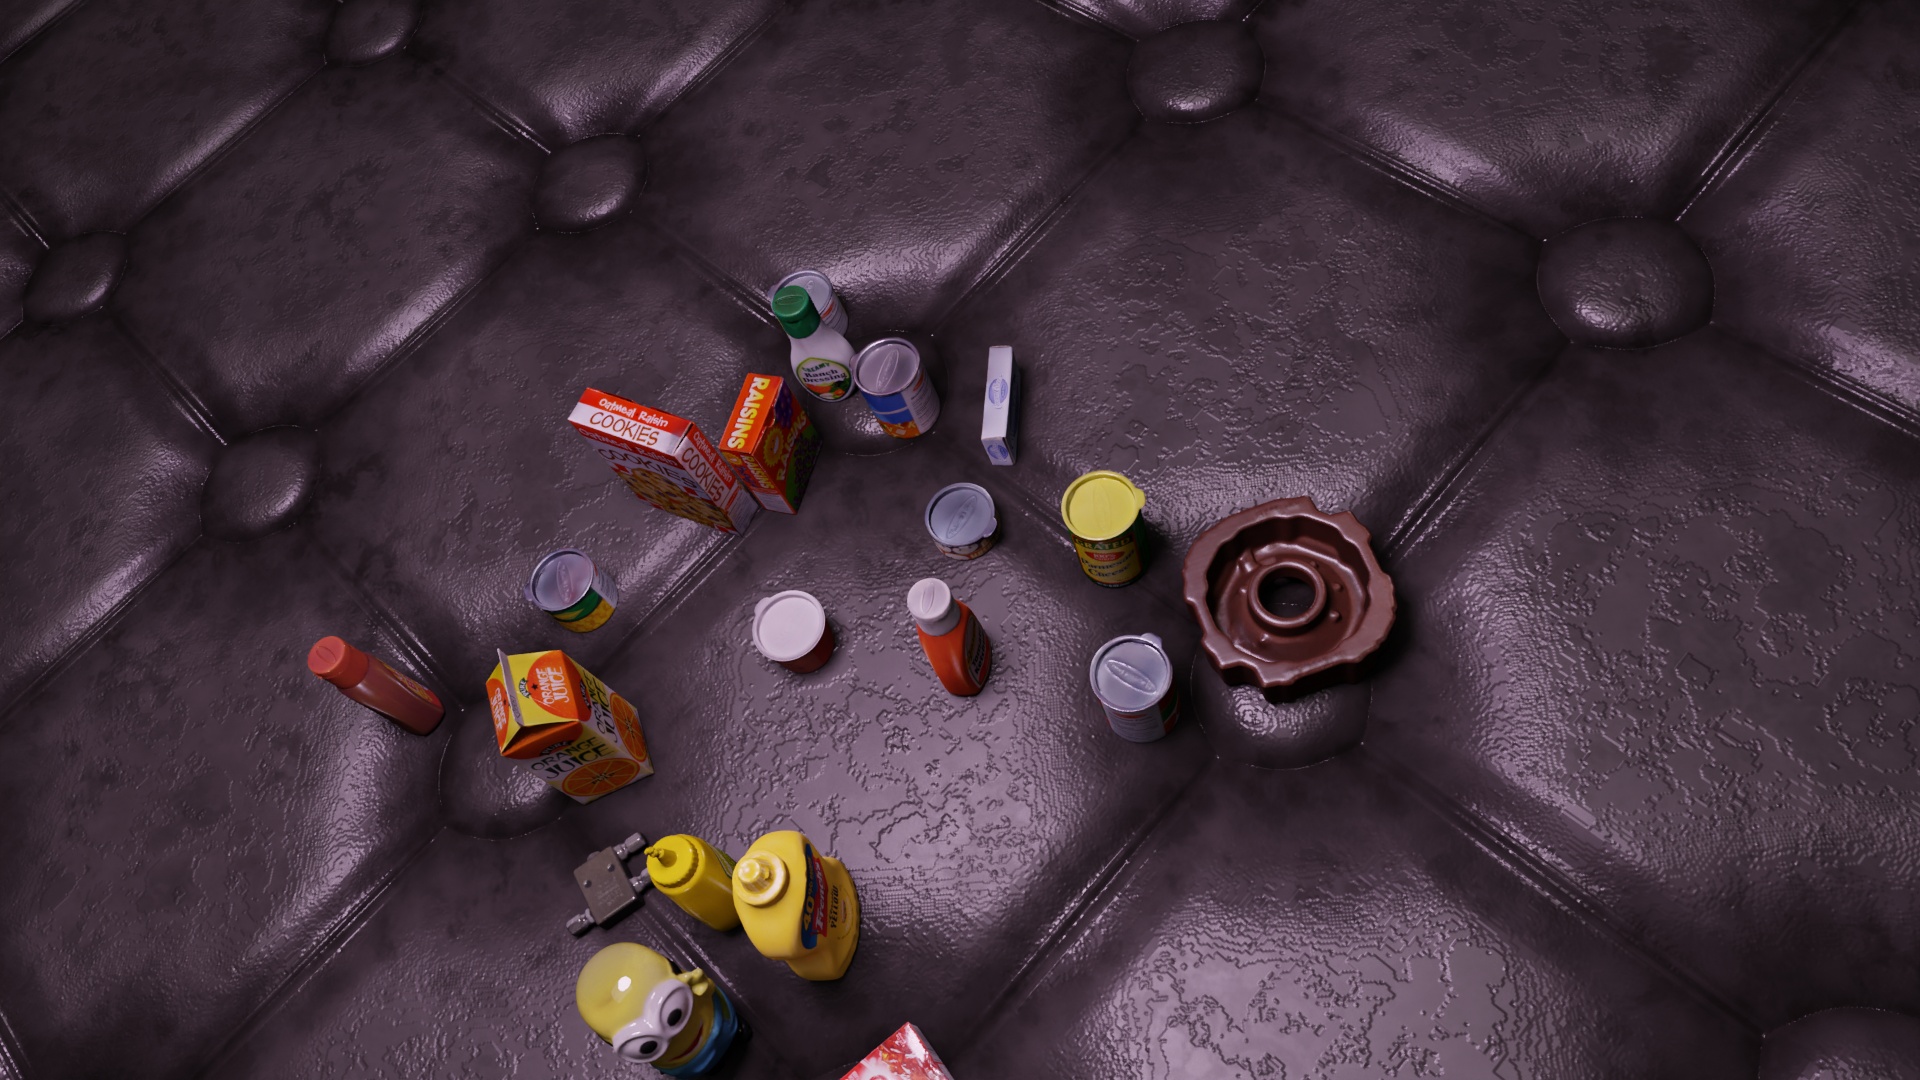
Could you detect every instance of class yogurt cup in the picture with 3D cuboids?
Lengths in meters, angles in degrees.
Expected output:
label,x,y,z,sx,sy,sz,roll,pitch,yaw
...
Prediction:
label,x,y,z,sx,sy,sz,roll,pitch,yaw
yogurt cup,-0.148,0.086,1.263,0.072,0.053,0.073,-6,62,12

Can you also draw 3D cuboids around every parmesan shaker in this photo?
label,x,y,z,sx,sy,sz,roll,pitch,yaw
parmesan shaker,0.132,-0.008,1.211,0.071,0.102,0.071,-6,62,12

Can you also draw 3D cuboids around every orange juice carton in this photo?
label,x,y,z,sx,sy,sz,roll,pitch,yaw
orange juice carton,-0.343,0.157,1.197,0.073,0.192,0.072,-25,60,2

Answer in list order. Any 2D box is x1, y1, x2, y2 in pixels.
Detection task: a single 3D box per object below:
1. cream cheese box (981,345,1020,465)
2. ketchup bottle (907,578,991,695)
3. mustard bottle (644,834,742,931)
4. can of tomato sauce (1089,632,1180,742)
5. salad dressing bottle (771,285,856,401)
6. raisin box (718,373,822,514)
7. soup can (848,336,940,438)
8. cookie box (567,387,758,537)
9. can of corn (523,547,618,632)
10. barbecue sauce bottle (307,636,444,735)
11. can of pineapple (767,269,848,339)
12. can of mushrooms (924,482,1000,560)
label,x,y,z,sx,sy,sz,roll,pitch,yaw
cream cheese box,0.040,-0.128,1.326,0.024,0.053,0.104,-2,63,14
ketchup bottle,-0.010,0.079,1.177,0.043,0.148,0.065,2,64,16
mustard bottle,-0.214,0.271,1.123,0.049,0.159,0.065,-40,61,-7
can of tomato sauce,0.147,0.122,1.151,0.071,0.082,0.071,-6,62,12
salad dressing bottle,-0.142,-0.191,1.351,0.064,0.147,0.044,-5,62,12
raisin box,-0.179,-0.091,1.323,0.040,0.123,0.086,10,67,19
soup can,-0.063,-0.147,1.345,0.071,0.083,0.071,-6,62,12
cookie box,-0.277,-0.073,1.313,0.123,0.167,0.040,18,70,22
can of corn,-0.374,0.050,1.338,0.071,0.058,0.071,-6,62,12
barbecue sauce bottle,-0.542,0.133,1.286,0.065,0.148,0.044,29,74,26
can of pineapple,-0.156,-0.237,1.431,0.071,0.057,0.071,-6,62,12
can of mushrooms,0.005,-0.016,1.288,0.071,0.033,0.071,-6,62,12
